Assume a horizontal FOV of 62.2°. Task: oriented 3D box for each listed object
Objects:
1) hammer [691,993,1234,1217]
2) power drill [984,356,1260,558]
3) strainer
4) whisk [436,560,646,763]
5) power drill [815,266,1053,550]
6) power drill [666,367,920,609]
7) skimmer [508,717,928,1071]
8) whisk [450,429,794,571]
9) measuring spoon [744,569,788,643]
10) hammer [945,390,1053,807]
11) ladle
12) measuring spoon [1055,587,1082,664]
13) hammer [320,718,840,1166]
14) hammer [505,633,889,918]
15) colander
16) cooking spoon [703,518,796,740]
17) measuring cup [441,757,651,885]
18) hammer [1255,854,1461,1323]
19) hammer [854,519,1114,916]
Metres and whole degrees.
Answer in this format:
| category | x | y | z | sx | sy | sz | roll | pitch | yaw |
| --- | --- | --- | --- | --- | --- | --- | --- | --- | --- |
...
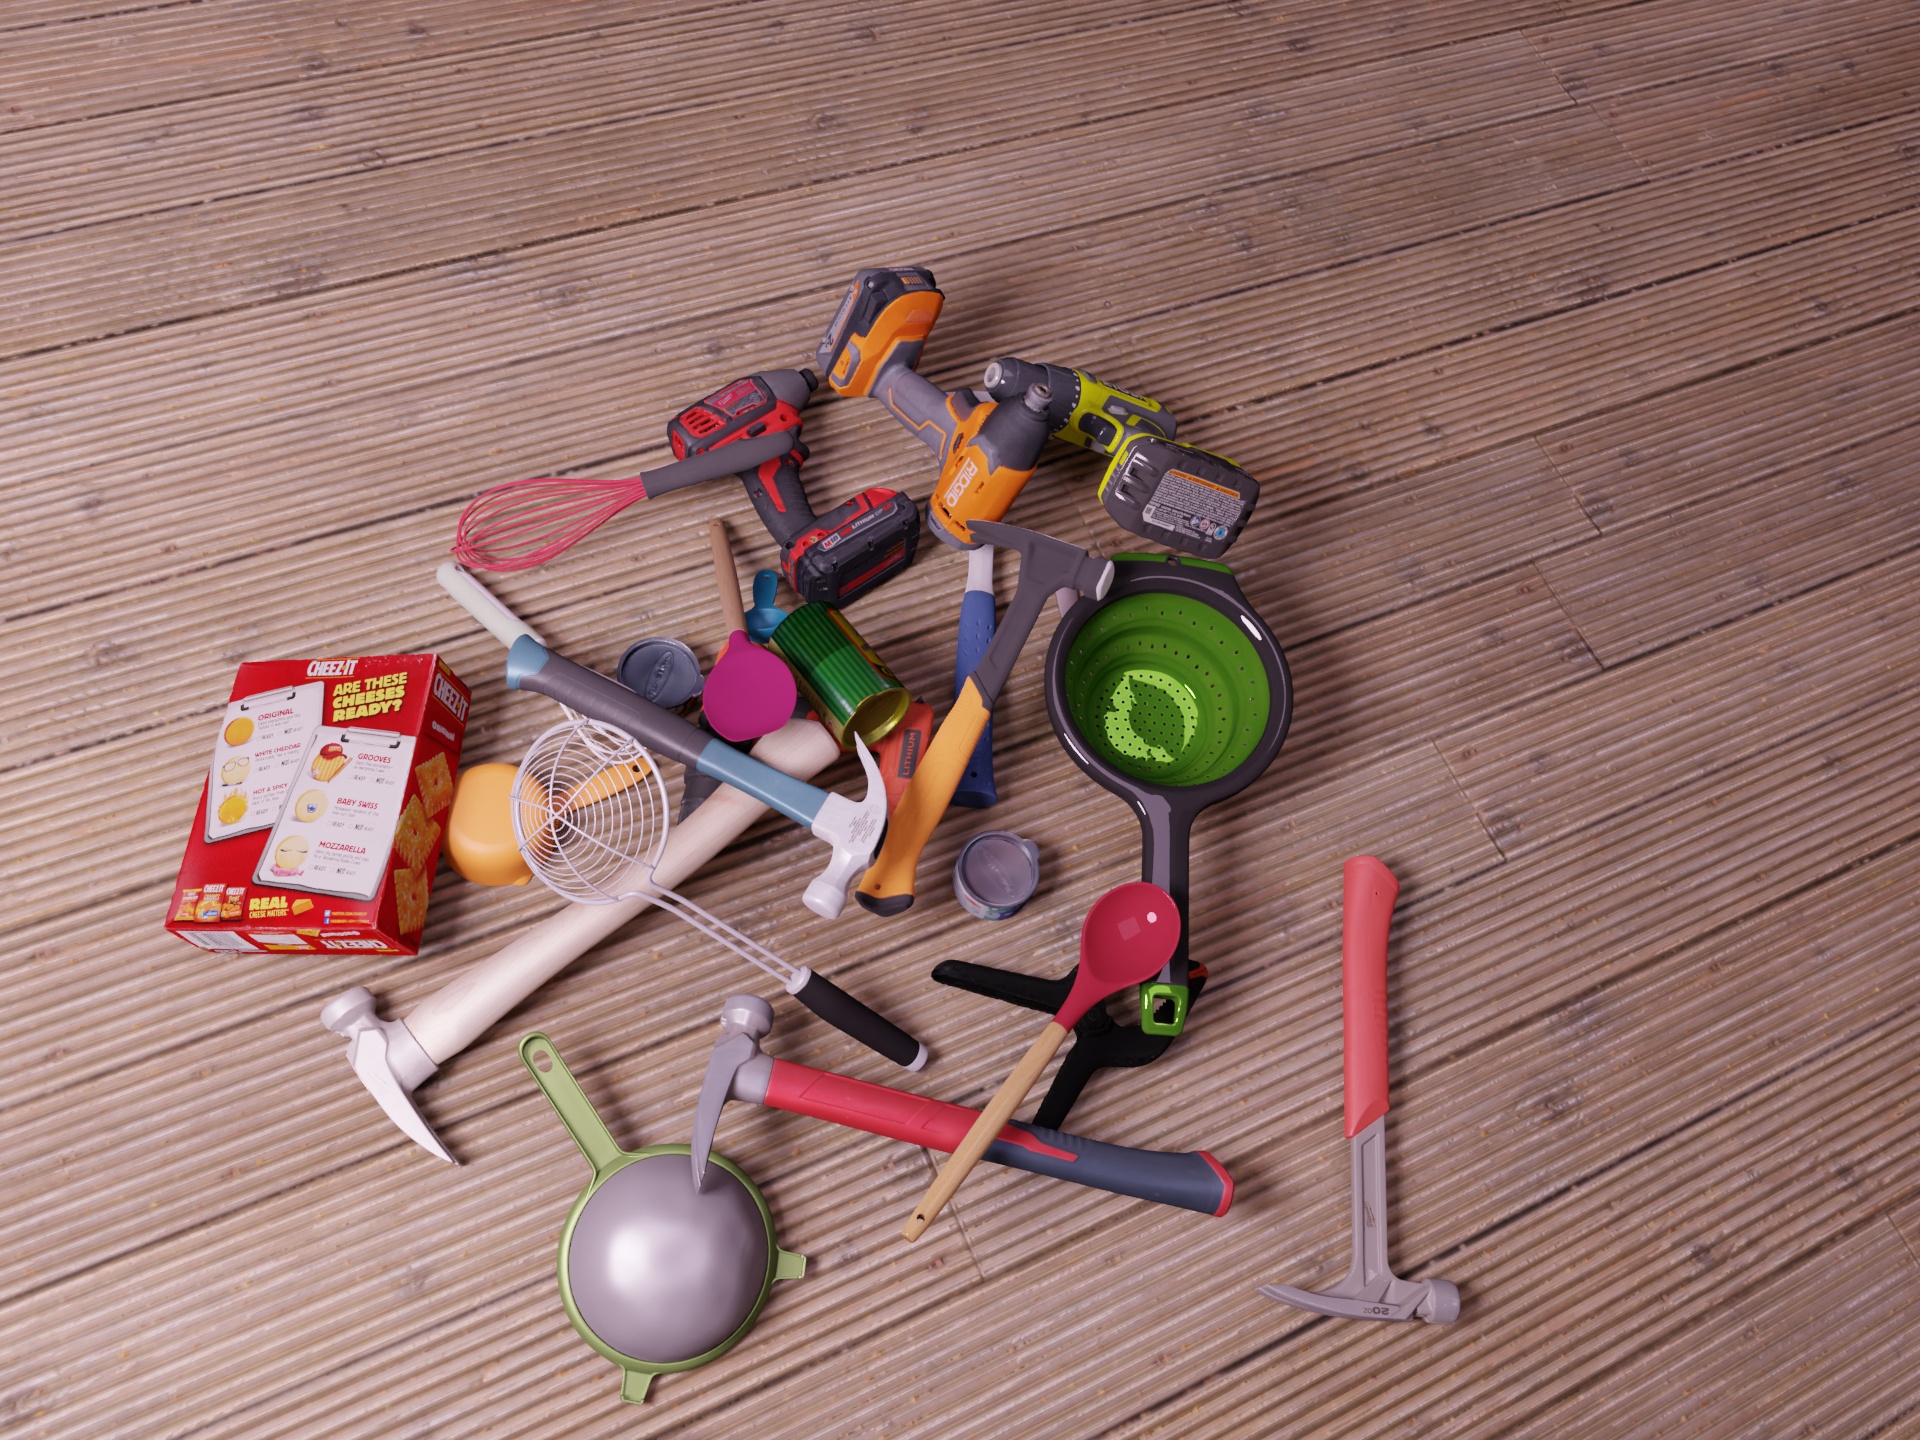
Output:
| category | x | y | z | sx | sy | sz | roll | pitch | yaw |
| --- | --- | --- | --- | --- | --- | --- | --- | --- | --- |
| hammer | 0.006 | 0.304 | 1.119 | 0.386 | 0.038 | 0.143 | 16 | 46 | -6 |
| power drill | 0.134 | -0.236 | 1.359 | 0.190 | 0.080 | 0.229 | 13 | 26 | -32 |
| strainer | -0.222 | 0.317 | 1.073 | 0.151 | 0.069 | 0.256 | -33 | 86 | -23 |
| whisk | -0.334 | -0.051 | 1.267 | 0.246 | 0.057 | 0.059 | 40 | 98 | 17 |
| power drill | -0.014 | -0.277 | 1.337 | 0.084 | 0.164 | 0.227 | -18 | 65 | -42 |
| power drill | -0.137 | -0.211 | 1.371 | 0.143 | 0.078 | 0.220 | -34 | 71 | -20 |
| skimmer | -0.162 | 0.137 | 1.143 | 0.363 | 0.127 | 0.090 | 38 | 21 | -25 |
| whisk | -0.278 | -0.187 | 1.307 | 0.296 | 0.073 | 0.073 | -18 | 68 | -2 |
| measuring spoon | -0.161 | -0.093 | 1.313 | 0.042 | 0.021 | 0.129 | -4 | 27 | -3 |
| hammer | 0.011 | -0.118 | 1.377 | 0.144 | 0.035 | 0.406 | 7 | 63 | -8 |
| ladle | 0.057 | 0.238 | 1.124 | 0.069 | 0.031 | 0.315 | 32 | 61 | 16 |
| measuring spoon | 0.096 | -0.103 | 1.395 | 0.034 | 0.018 | 0.124 | -2 | 64 | -12 |
| hammer | -0.251 | 0.142 | 1.164 | 0.410 | 0.038 | 0.146 | -38 | 77 | -15 |
| hammer | -0.200 | 0.020 | 1.179 | 0.331 | 0.033 | 0.128 | 26 | 67 | 14 |
| colander | 0.158 | 0.062 | 1.288 | 0.204 | 0.094 | 0.397 | 6 | 69 | -5 |
| cooking spoon | -0.176 | -0.078 | 1.247 | 0.068 | 0.017 | 0.319 | -16 | 38 | -4 |
| measuring cup | -0.315 | 0.059 | 1.217 | 0.173 | 0.052 | 0.095 | -25 | 71 | -19 |
| hammer | 0.307 | 0.276 | 1.240 | 0.149 | 0.036 | 0.359 | 9 | 63 | -6 |
| hammer | -0.002 | -0.004 | 1.241 | 0.127 | 0.034 | 0.337 | 21 | 70 | 17 |
